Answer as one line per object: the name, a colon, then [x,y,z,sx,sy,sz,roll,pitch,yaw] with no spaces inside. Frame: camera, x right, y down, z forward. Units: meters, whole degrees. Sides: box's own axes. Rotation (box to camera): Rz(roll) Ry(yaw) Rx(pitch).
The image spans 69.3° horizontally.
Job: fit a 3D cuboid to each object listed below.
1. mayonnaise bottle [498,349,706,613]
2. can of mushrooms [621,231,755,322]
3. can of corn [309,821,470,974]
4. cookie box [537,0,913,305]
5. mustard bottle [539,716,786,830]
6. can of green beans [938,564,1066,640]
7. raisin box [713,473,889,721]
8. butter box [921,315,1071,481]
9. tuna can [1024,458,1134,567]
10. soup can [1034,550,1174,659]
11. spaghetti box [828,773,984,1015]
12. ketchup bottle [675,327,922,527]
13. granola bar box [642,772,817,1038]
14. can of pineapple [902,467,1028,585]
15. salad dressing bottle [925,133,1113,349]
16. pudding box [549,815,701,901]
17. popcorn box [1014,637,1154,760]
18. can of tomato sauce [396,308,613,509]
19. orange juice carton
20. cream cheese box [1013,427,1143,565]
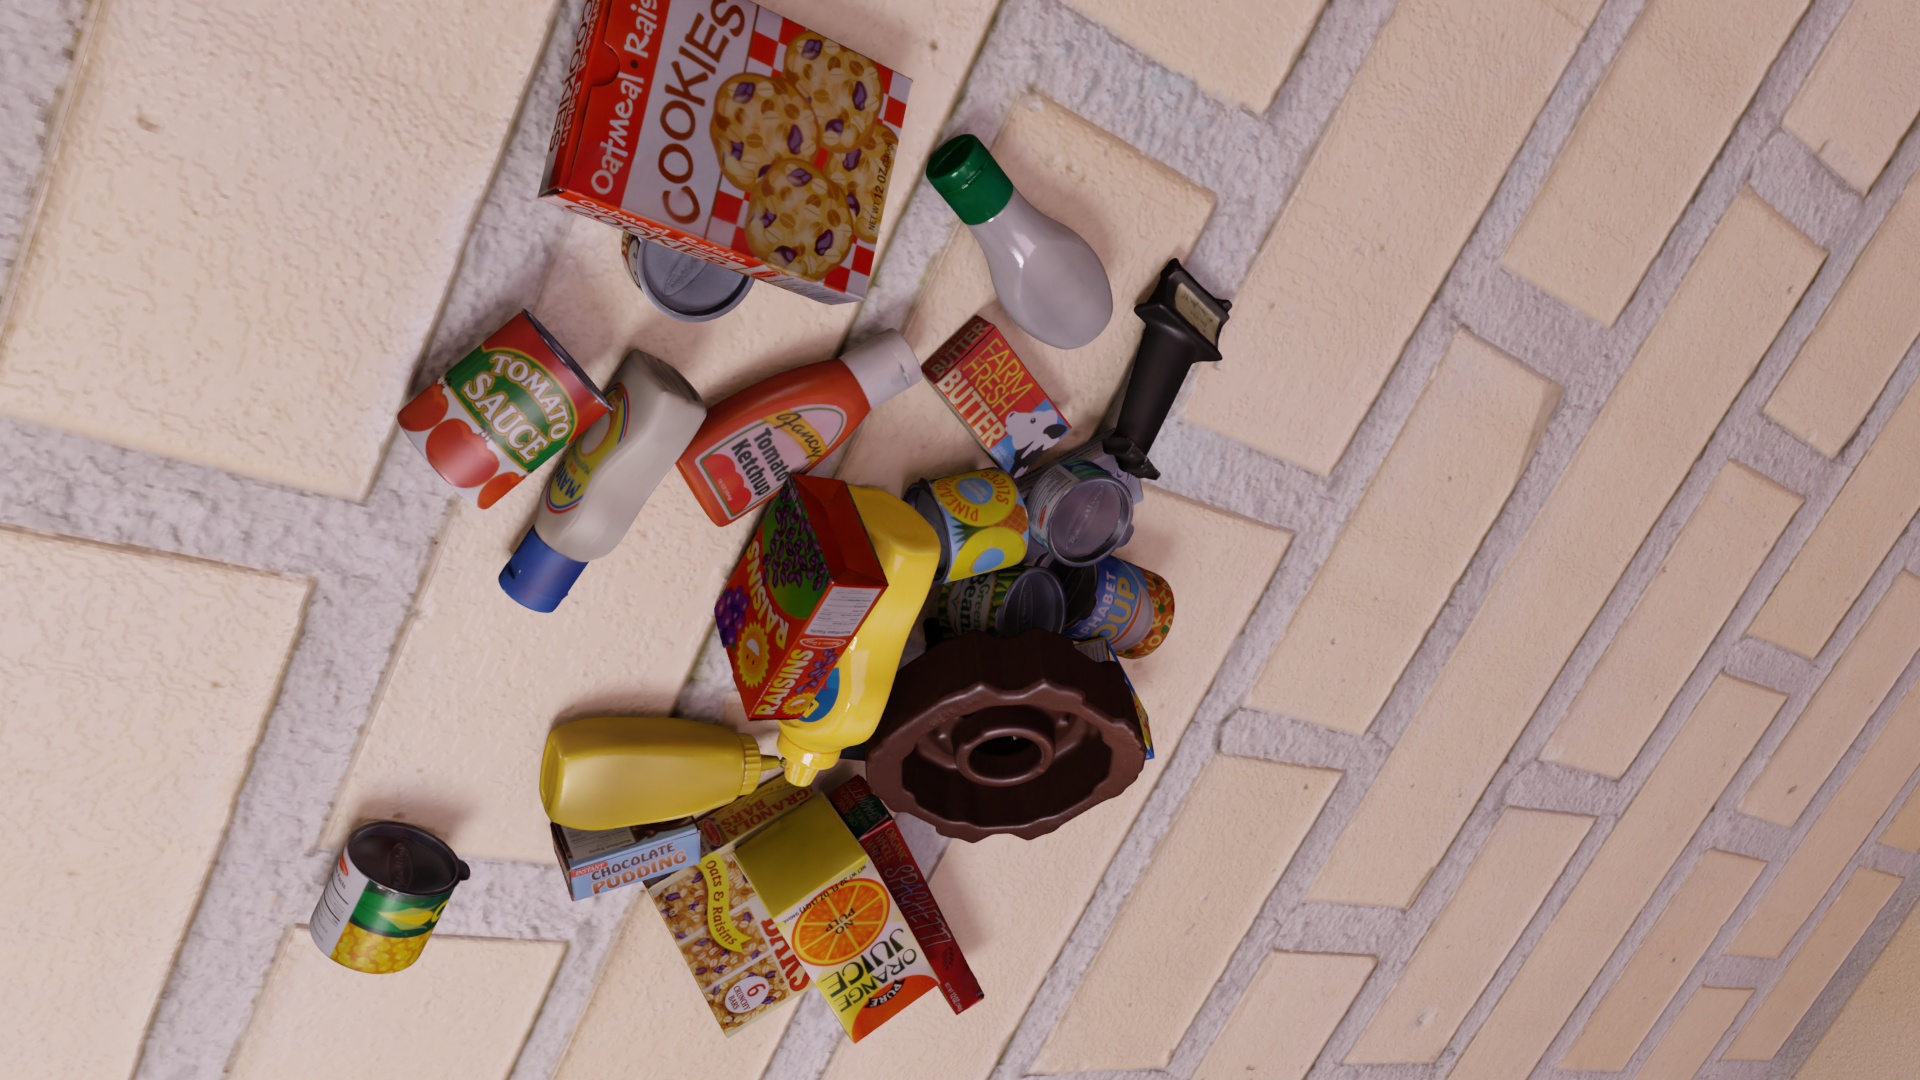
mayonnaise bottle: [-0.197,-0.028,0.753,0.041,0.065,0.148,27,104,-43]
can of mushrooms: [-0.144,-0.153,0.730,0.071,0.033,0.070,-15,124,-23]
can of corn: [-0.329,0.206,0.801,0.071,0.071,0.058,20,105,-38]
cookie box: [-0.112,-0.201,0.690,0.167,0.040,0.123,15,84,-36]
mustard bottle: [-0.178,0.143,0.868,0.160,0.049,0.065,3,114,-33]
can of green beans: [0.027,0.047,0.919,0.071,0.058,0.071,-9,102,-47]
raisin box: [-0.096,0.035,0.809,0.040,0.086,0.122,5,135,-35]
butter box: [0.023,-0.088,0.875,0.053,0.024,0.103,-43,130,-2]
tuna can: [0.079,-0.018,0.910,0.071,0.033,0.070,-14,122,-24]
soup can: [0.100,0.044,0.966,0.084,0.071,0.071,21,104,-38]
spaghetti box: [-0.036,0.262,1.011,0.029,0.050,0.248,-32,133,-12]
ketchup bottle: [-0.093,-0.071,0.802,0.149,0.044,0.064,-33,133,-12]
granola bar box: [-0.138,0.251,0.960,0.124,0.039,0.164,-27,127,-17]
can of pineapple: [0.003,-0.011,0.879,0.058,0.071,0.070,-14,123,-25]
salad dressing bottle: [0.036,-0.175,0.821,0.064,0.044,0.147,-45,129,1]
pudding box: [-0.210,0.190,0.875,0.084,0.050,0.030,-13,124,-25]
popcorn box: [0.081,0.121,0.982,0.085,0.038,0.126,-15,142,14]
can of tomato sauce: [-0.230,-0.066,0.704,0.083,0.071,0.071,-40,130,-4]
orange juice carton: [-0.075,0.266,0.934,0.072,0.073,0.191,-33,129,-14]
cream cheese box: [0.073,-0.030,0.938,0.104,0.024,0.053,-28,128,-15]
